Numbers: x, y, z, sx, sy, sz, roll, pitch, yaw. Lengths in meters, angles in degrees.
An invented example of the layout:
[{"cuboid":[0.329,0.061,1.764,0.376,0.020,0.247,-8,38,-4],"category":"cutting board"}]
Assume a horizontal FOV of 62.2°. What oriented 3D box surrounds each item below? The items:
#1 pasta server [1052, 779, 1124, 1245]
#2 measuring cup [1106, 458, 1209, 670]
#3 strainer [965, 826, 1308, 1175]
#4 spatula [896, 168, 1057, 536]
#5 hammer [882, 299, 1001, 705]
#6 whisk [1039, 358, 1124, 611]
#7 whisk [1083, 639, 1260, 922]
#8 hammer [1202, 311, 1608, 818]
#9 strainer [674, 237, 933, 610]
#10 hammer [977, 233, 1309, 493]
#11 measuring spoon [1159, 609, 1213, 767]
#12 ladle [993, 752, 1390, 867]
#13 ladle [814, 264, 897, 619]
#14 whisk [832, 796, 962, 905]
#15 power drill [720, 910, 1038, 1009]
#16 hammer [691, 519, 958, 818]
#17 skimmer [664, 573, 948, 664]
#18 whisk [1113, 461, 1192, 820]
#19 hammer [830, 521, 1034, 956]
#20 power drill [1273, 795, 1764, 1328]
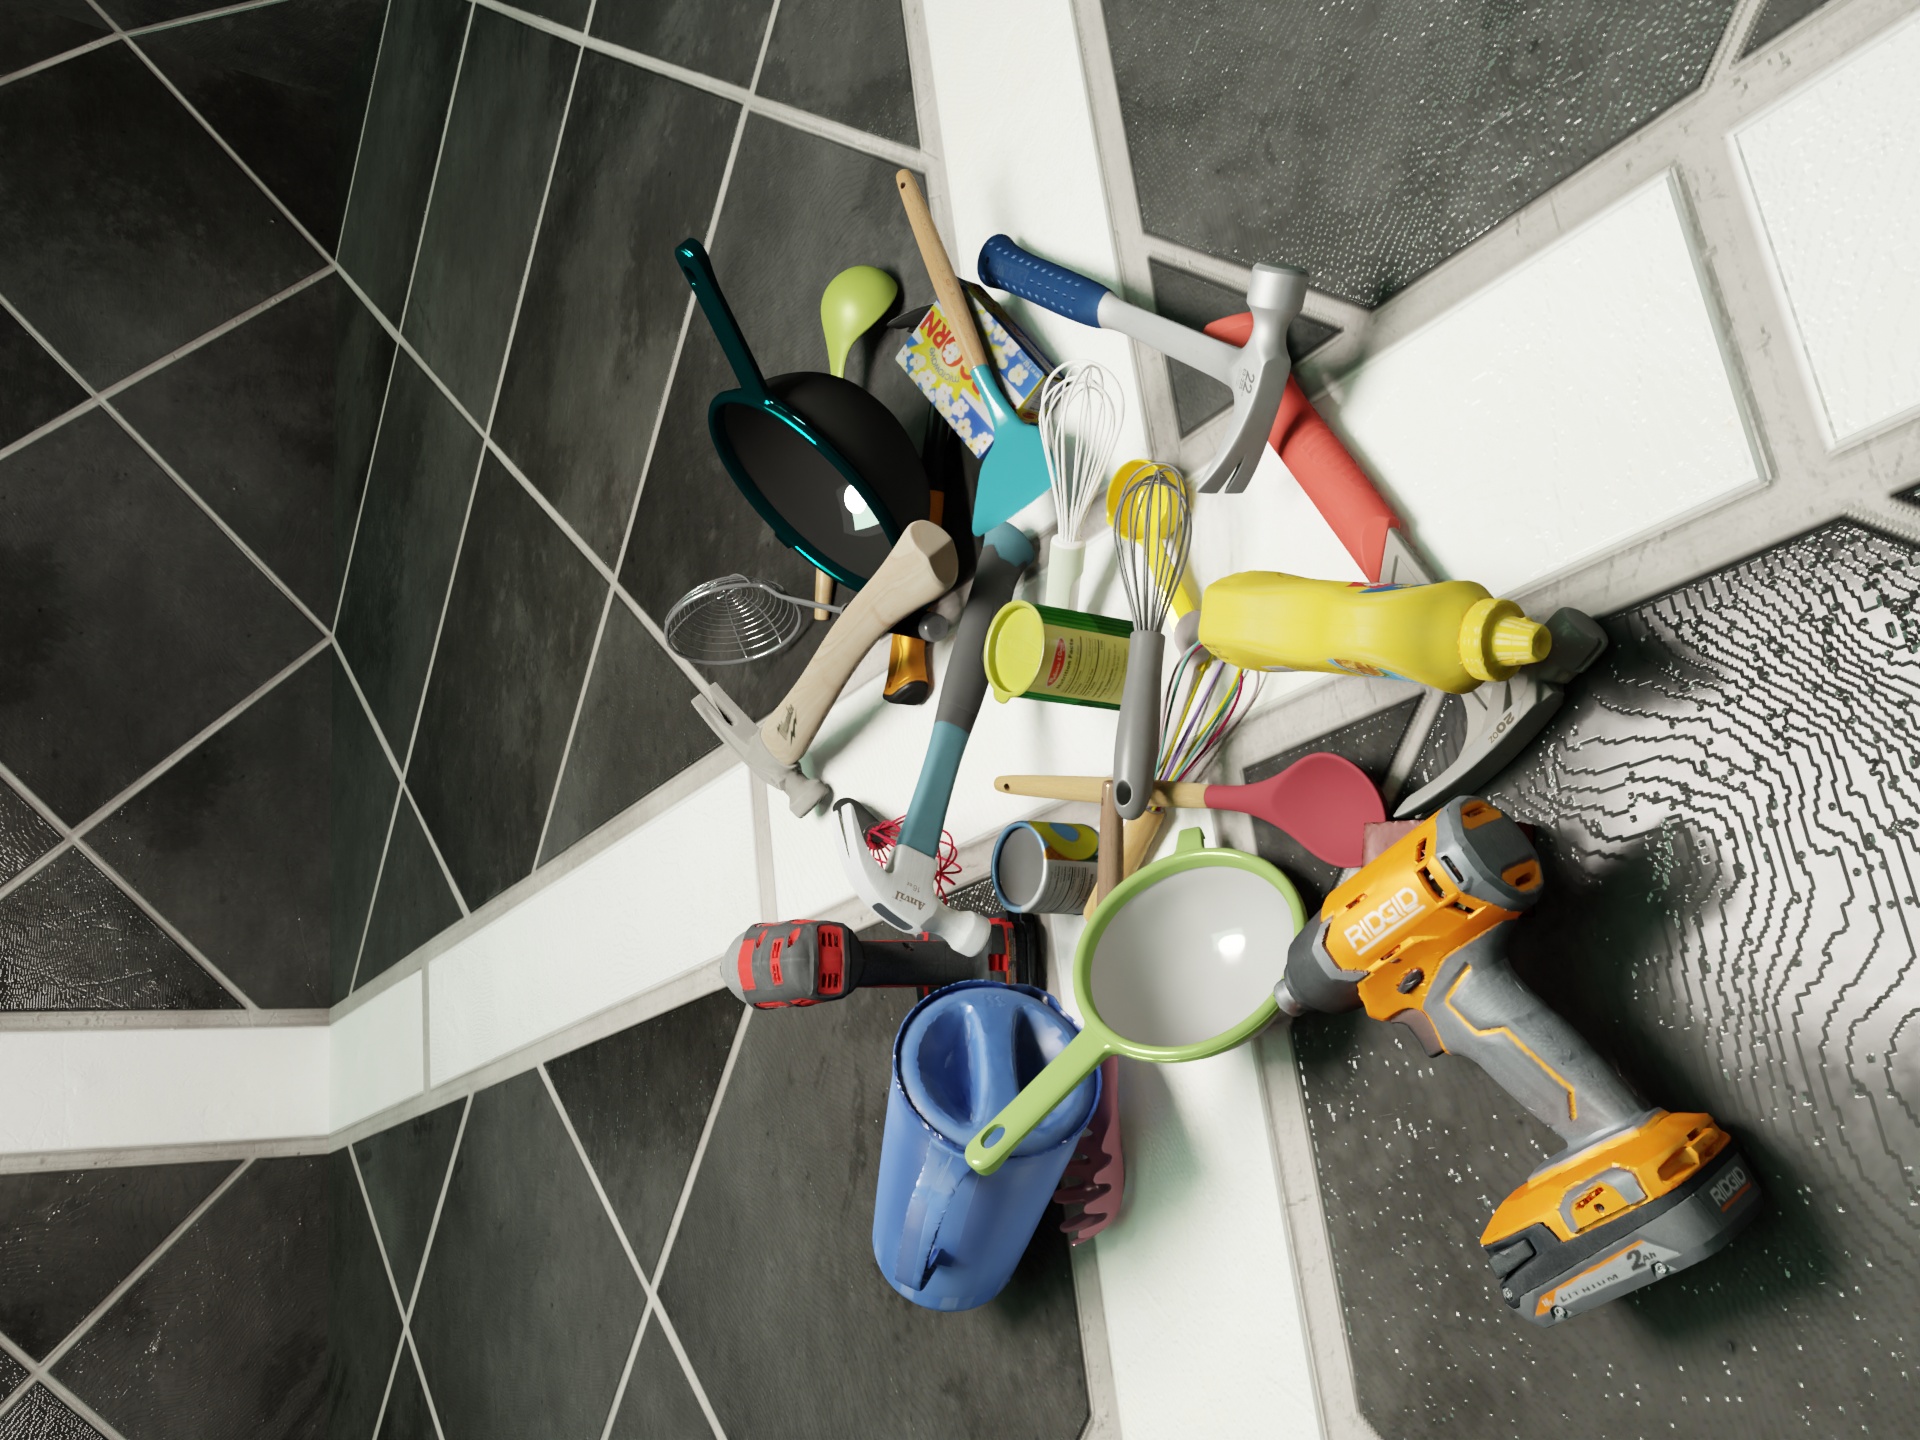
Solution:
[{"cuboid":[0.091,0.195,1.053,0.060,0.040,0.316,-146,54,-71],"category":"pasta server"},{"cuboid":[0.146,-0.106,1.088,0.062,0.029,0.157,-33,70,45],"category":"measuring cup"},{"cuboid":[0.111,0.192,0.968,0.256,0.069,0.152,-43,39,-7],"category":"strainer"},{"cuboid":[0.001,-0.290,1.201,0.082,0.044,0.318,-31,70,32],"category":"spatula"},{"cuboid":[-0.033,-0.181,1.332,0.127,0.034,0.337,8,92,54],"category":"hammer"},{"cuboid":[0.077,-0.133,1.115,0.059,0.058,0.246,14,122,18],"category":"whisk"},{"cuboid":[0.135,0.041,1.057,0.047,0.051,0.245,47,125,40],"category":"whisk"},{"cuboid":[0.231,-0.118,0.953,0.149,0.036,0.359,-55,45,34],"category":"hammer"},{"cuboid":[-0.114,-0.244,1.225,0.211,0.340,0.095,28,65,38],"category":"strainer"},{"cuboid":[0.106,-0.279,1.112,0.406,0.035,0.144,-133,47,-55],"category":"hammer"},{"cuboid":[0.141,-0.016,1.069,0.034,0.018,0.124,36,119,37],"category":"measuring spoon"},{"cuboid":[0.138,0.049,1.015,0.315,0.031,0.069,2,103,45],"category":"ladle"},{"cuboid":[-0.104,-0.250,1.447,0.078,0.062,0.320,18,106,53],"category":"ladle"},{"cuboid":[-0.062,0.096,1.261,0.296,0.073,0.073,-159,78,-72],"category":"whisk"},{"cuboid":[-0.062,0.178,1.155,0.143,0.219,0.078,-17,71,52],"category":"power drill"},{"cuboid":[-0.108,-0.051,1.280,0.146,0.038,0.410,46,146,1],"category":"hammer"},{"cuboid":[-0.131,-0.070,1.363,0.363,0.127,0.090,15,93,52],"category":"skimmer"},{"cuboid":[0.118,-0.053,1.025,0.055,0.055,0.239,-11,69,53],"category":"whisk"},{"cuboid":[-0.002,-0.004,1.151,0.033,0.128,0.331,-34,35,56],"category":"hammer"},{"cuboid":[0.258,0.172,0.786,0.164,0.084,0.227,-47,65,39],"category":"power drill"}]
